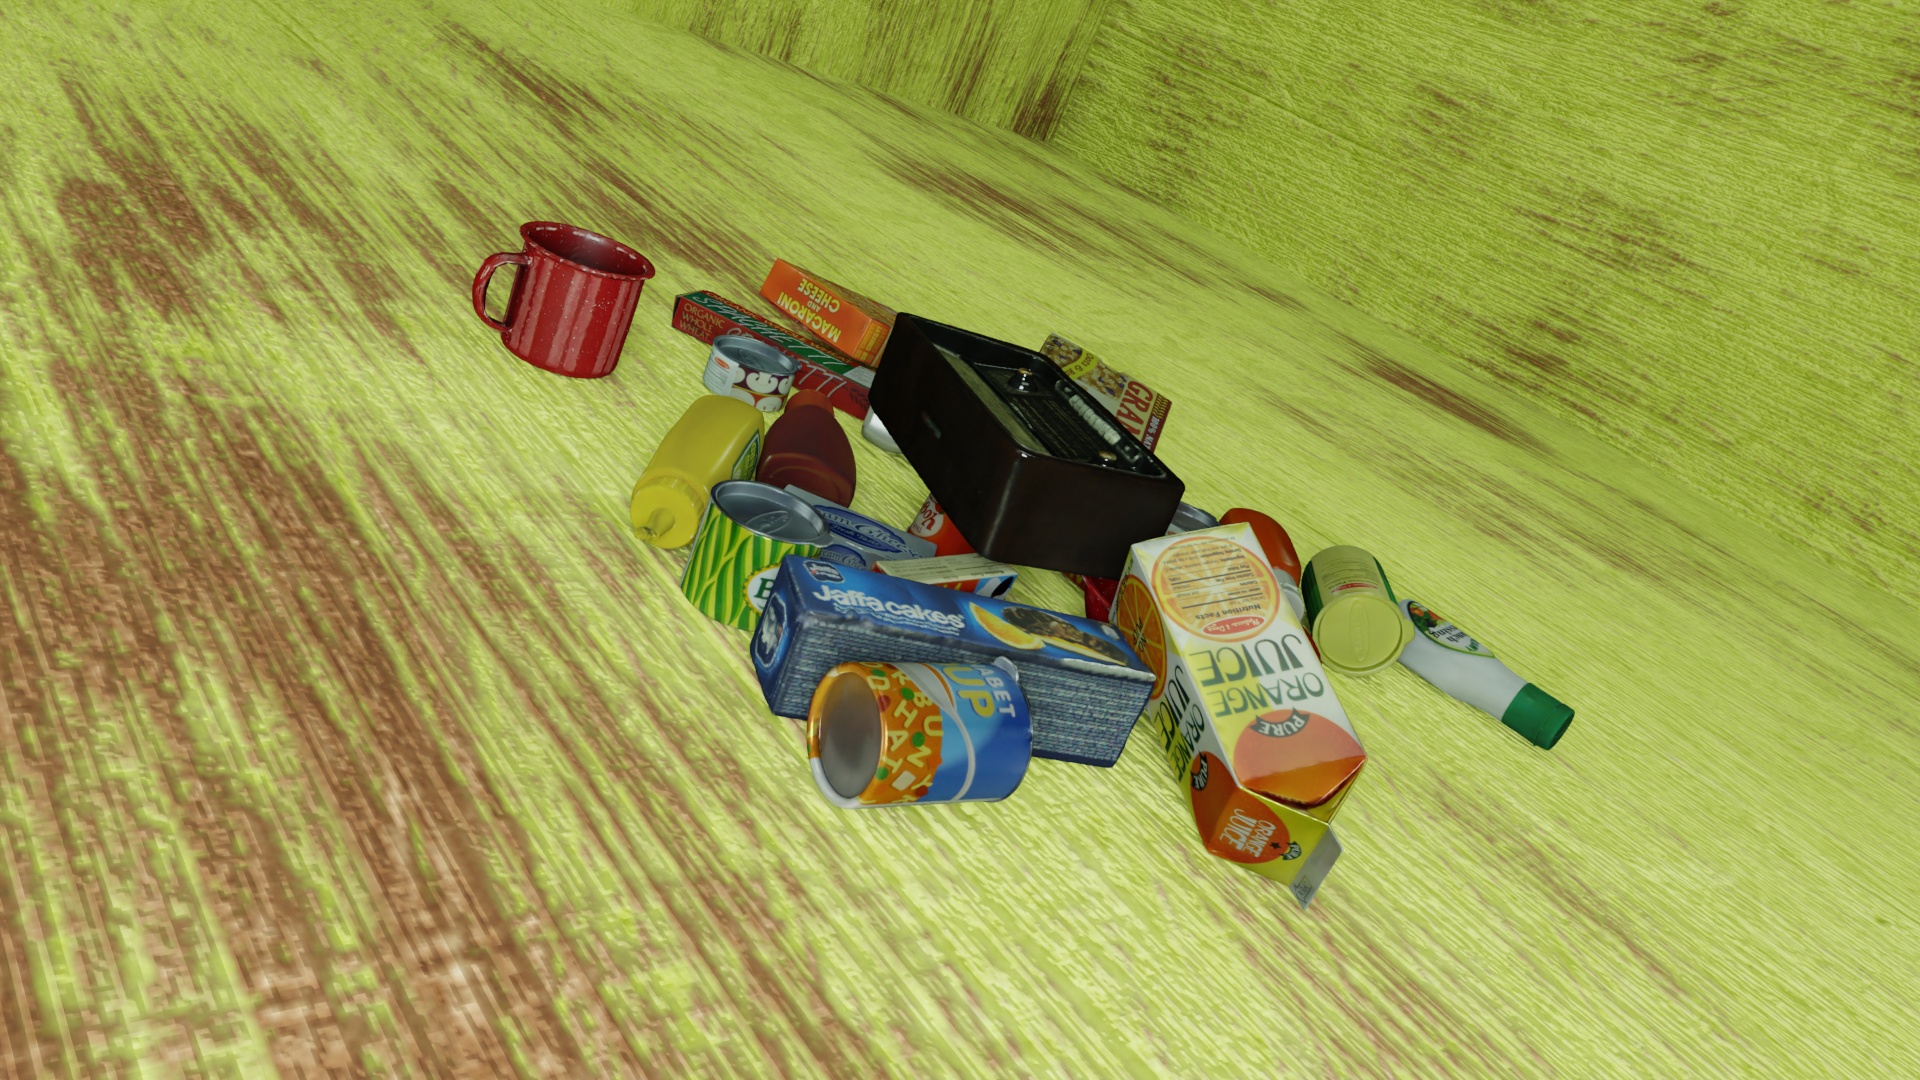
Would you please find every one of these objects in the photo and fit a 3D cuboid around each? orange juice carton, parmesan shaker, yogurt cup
[{"bbox_3d":[0.147,0.090,0.721,0.073,0.071,0.193,-10,54,-14],"label":"orange juice carton"},{"bbox_3d":[0.295,0.051,1.040,0.071,0.071,0.103,23,21,0],"label":"parmesan shaker"},{"bbox_3d":[0.003,-0.011,0.911,0.072,0.053,0.073,21,22,-8],"label":"yogurt cup"}]

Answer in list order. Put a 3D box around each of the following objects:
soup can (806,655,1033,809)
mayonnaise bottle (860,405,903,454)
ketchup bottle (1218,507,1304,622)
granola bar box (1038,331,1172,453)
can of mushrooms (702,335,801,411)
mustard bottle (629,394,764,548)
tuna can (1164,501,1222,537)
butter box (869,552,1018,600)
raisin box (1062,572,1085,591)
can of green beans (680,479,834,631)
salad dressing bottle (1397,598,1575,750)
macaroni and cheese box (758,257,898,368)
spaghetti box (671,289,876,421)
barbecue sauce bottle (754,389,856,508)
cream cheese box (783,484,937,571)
[{"bbox_3d":[-0.018,0.086,0.638,0.084,0.071,0.071,5,27,-38],"label":"soup can"},{"bbox_3d":[0.003,-0.080,1.053,0.148,0.065,0.041,21,-11,-3],"label":"mayonnaise bottle"},{"bbox_3d":[0.236,0.023,1.078,0.065,0.043,0.149,26,21,-7],"label":"ketchup bottle"},{"bbox_3d":[0.102,-0.095,1.150,0.124,0.038,0.166,30,38,-2],"label":"granola bar box"},{"bbox_3d":[-0.156,-0.125,1.044,0.071,0.033,0.071,20,21,-8],"label":"can of mushrooms"},{"bbox_3d":[-0.154,-0.032,0.795,0.049,0.065,0.161,18,27,0],"label":"mustard bottle"},{"bbox_3d":[0.175,-0.005,1.096,0.071,0.032,0.071,20,22,-8],"label":"tuna can"},{"bbox_3d":[-0.017,0.036,0.782,0.104,0.053,0.024,-5,37,-49],"label":"butter box"},{"bbox_3d":[0.095,-0.002,1.001,0.086,0.040,0.124,4,27,-42],"label":"raisin box"},{"bbox_3d":[-0.111,0.008,0.745,0.071,0.057,0.071,20,21,-8],"label":"can of green beans"},{"bbox_3d":[0.387,0.101,1.047,0.148,0.043,0.064,37,27,31],"label":"salad dressing bottle"},{"bbox_3d":[-0.077,-0.180,1.201,0.124,0.040,0.166,37,13,31],"label":"macaroni and cheese box"},{"bbox_3d":[-0.115,-0.137,1.119,0.250,0.028,0.050,27,22,8],"label":"spaghetti box"},{"bbox_3d":[-0.103,-0.063,0.938,0.065,0.043,0.149,19,21,-13],"label":"barbecue sauce bottle"},{"bbox_3d":[-0.068,0.002,0.849,0.104,0.024,0.053,22,20,-3],"label":"cream cheese box"}]
